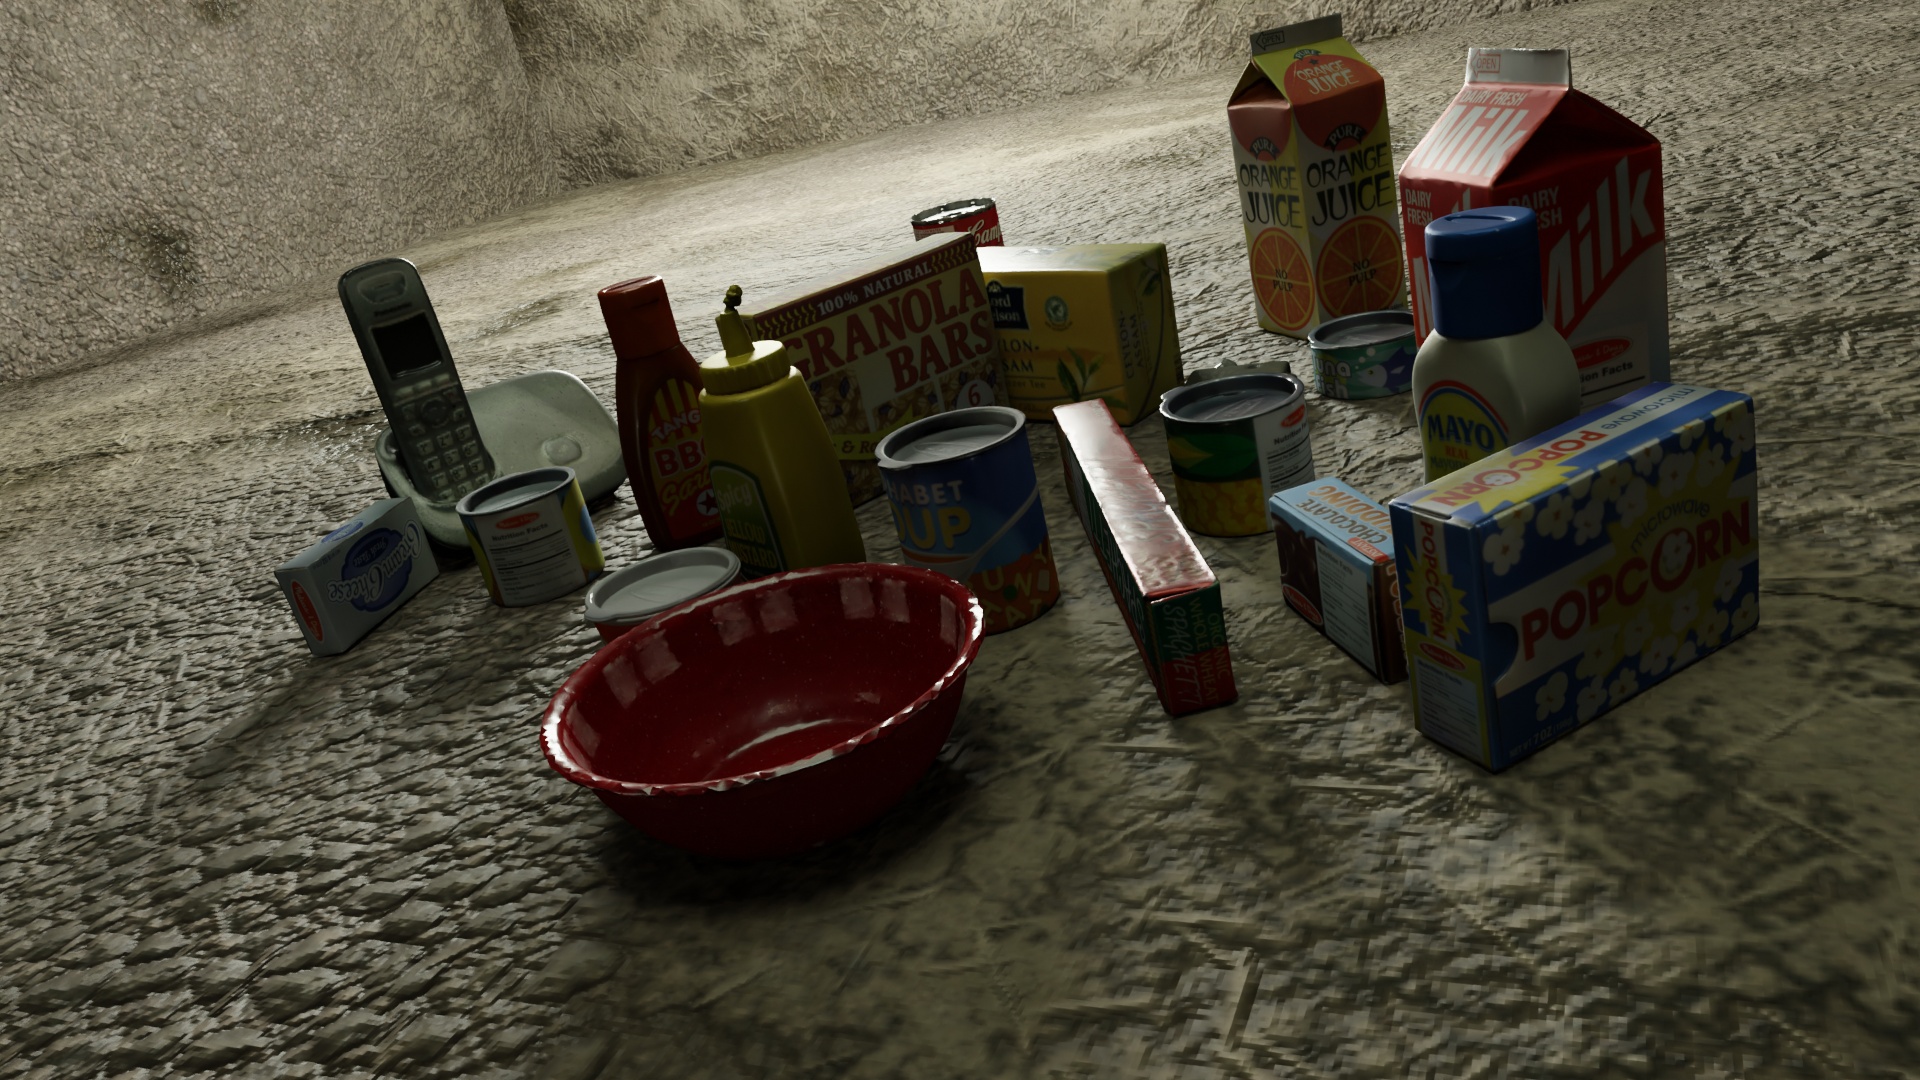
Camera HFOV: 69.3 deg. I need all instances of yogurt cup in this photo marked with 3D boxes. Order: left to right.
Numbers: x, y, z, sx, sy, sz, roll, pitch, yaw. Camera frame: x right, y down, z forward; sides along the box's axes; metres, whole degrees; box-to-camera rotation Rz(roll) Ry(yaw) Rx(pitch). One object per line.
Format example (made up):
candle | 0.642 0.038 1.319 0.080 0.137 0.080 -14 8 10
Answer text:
yogurt cup | -0.123 0.040 0.605 0.072 0.053 0.072 -11 21 5

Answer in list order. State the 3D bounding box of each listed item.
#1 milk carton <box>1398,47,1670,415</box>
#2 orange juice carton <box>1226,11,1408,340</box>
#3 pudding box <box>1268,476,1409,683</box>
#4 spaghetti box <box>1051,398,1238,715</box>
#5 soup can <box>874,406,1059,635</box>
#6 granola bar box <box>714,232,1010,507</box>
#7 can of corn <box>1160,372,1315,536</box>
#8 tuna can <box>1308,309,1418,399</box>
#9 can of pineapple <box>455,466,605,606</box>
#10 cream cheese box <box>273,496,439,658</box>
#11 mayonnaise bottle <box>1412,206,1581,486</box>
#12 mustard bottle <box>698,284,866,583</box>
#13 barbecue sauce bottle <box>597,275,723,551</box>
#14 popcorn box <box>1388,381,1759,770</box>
milk carton | 0.232 -0.102 0.563 0.073 0.189 0.072 -16 21 -7
orange juice carton | 0.226 -0.231 0.886 0.072 0.192 0.073 -20 22 -17
pudding box | 0.149 0.012 0.521 0.030 0.049 0.084 -17 21 -8
spaghetti box | 0.073 -0.004 0.606 0.029 0.050 0.251 -13 21 1
soup can | 0.002 -0.008 0.610 0.071 0.083 0.071 -12 21 5
granola bar box | -0.049 -0.096 0.804 0.166 0.123 0.039 -29 26 -36
can of corn | 0.129 -0.041 0.653 0.071 0.058 0.071 -12 21 5
tuna can | 0.231 -0.105 0.788 0.071 0.032 0.071 -11 21 5
can of pineapple | -0.238 -0.003 0.775 0.071 0.057 0.071 -12 21 5
cream cheese box | -0.338 0.018 0.785 0.024 0.053 0.104 -8 22 14
mayonnaise bottle | 0.191 -0.042 0.498 0.041 0.147 0.065 -22 23 -22
mustard bottle | -0.088 -0.038 0.633 0.065 0.159 0.049 9 31 45
barbecue sauce bottle | -0.164 -0.072 0.779 0.065 0.148 0.044 -25 24 -27
popcorn box | 0.202 0.008 0.451 0.127 0.085 0.038 -22 23 -21
